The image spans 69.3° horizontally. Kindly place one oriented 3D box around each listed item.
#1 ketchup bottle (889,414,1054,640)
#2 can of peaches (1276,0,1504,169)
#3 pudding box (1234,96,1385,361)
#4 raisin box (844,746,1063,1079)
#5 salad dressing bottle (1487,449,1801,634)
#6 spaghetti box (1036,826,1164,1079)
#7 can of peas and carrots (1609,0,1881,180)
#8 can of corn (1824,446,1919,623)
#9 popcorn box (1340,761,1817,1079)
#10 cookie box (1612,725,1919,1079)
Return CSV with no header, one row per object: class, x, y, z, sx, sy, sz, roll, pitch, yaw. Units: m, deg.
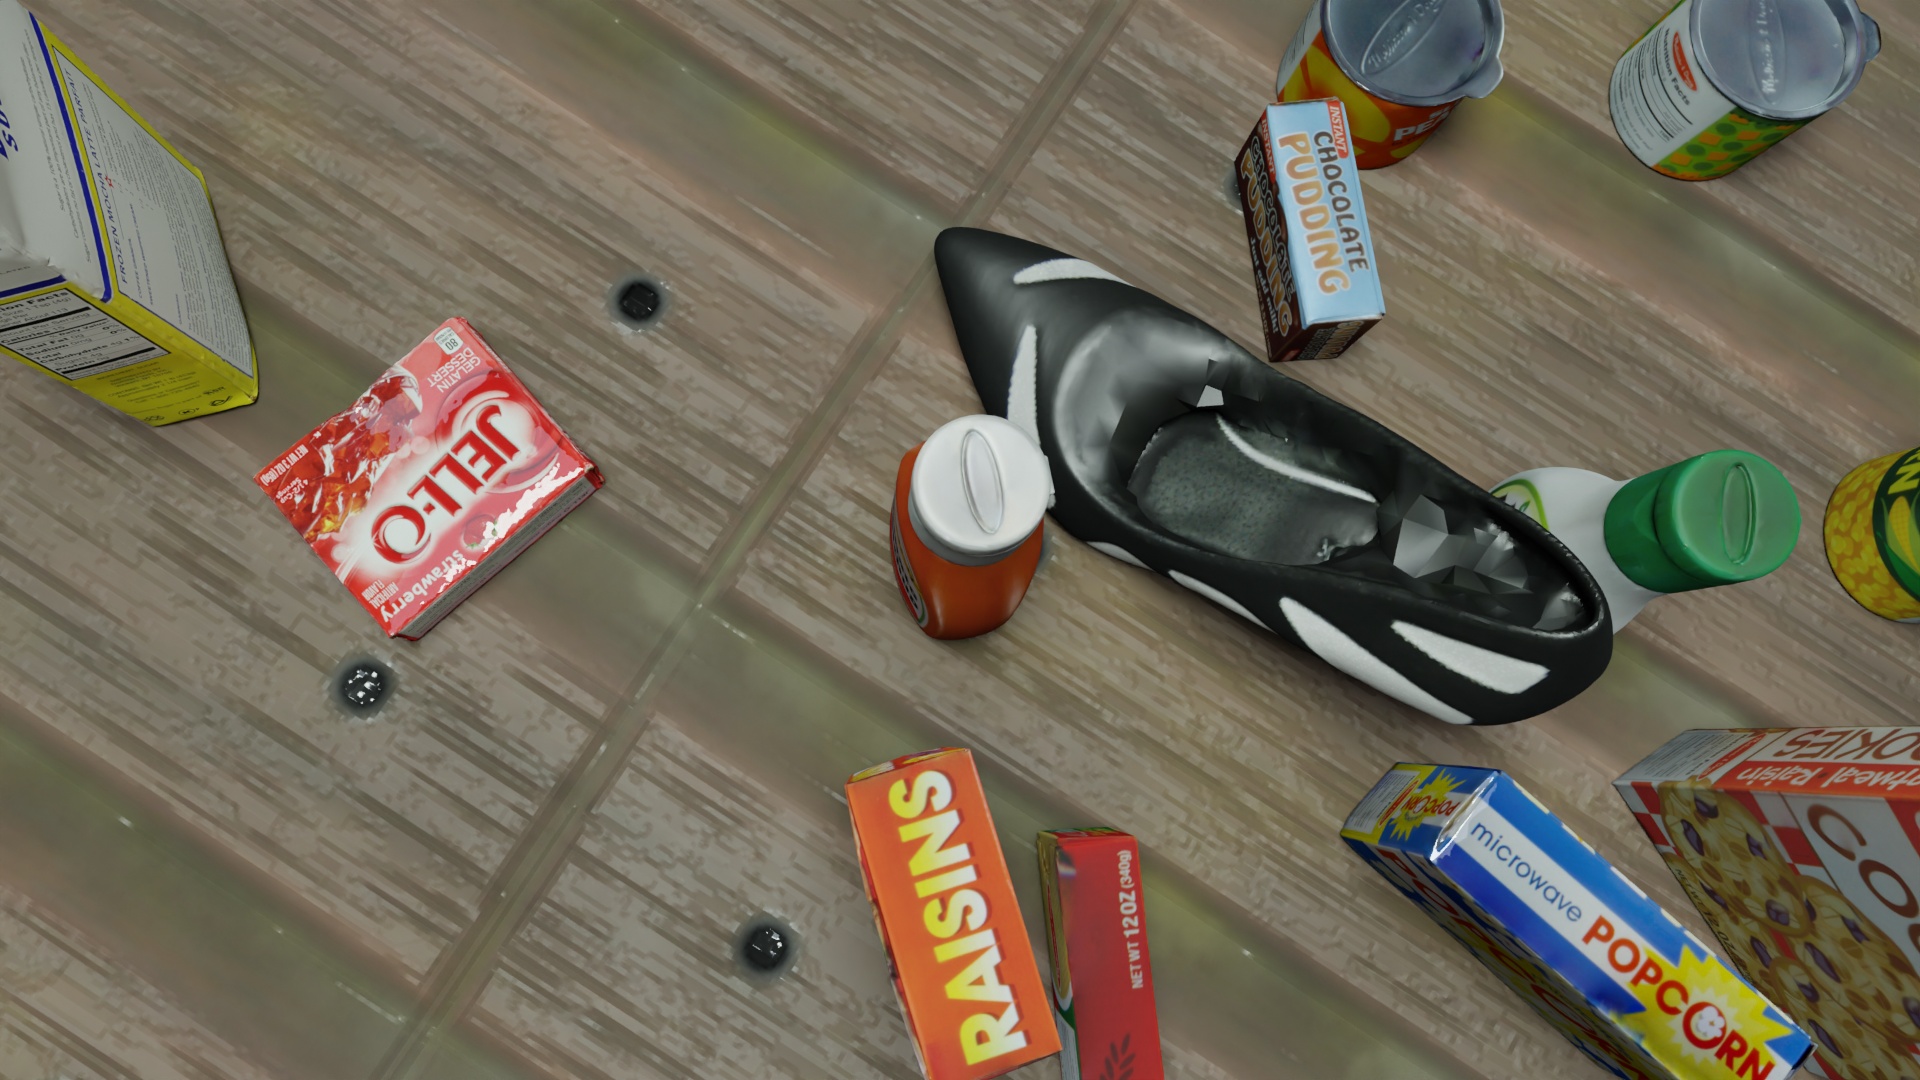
ketchup bottle,0.002,-0.005,0.430,0.043,0.148,0.065,-11,83,-5
can of peaches,0.158,-0.178,0.514,0.071,0.058,0.071,1,81,-4
pudding box,0.126,-0.112,0.506,0.030,0.049,0.084,-7,82,-5
raisin box,-0.006,0.108,0.425,0.040,0.123,0.086,-16,83,-6
salad dressing bottle,0.204,0.002,0.444,0.044,0.147,0.064,7,81,-3
spaghetti box,0.053,0.220,0.449,0.029,0.050,0.250,-5,82,-5
can of peas and carrots,0.293,-0.177,0.524,0.071,0.058,0.071,1,81,-4
can of corn,0.361,-0.007,0.502,0.071,0.058,0.071,1,81,-4
popcorn box,0.195,0.127,0.456,0.127,0.085,0.038,41,81,3
cookie box,0.290,0.118,0.422,0.040,0.167,0.123,-31,85,-8
